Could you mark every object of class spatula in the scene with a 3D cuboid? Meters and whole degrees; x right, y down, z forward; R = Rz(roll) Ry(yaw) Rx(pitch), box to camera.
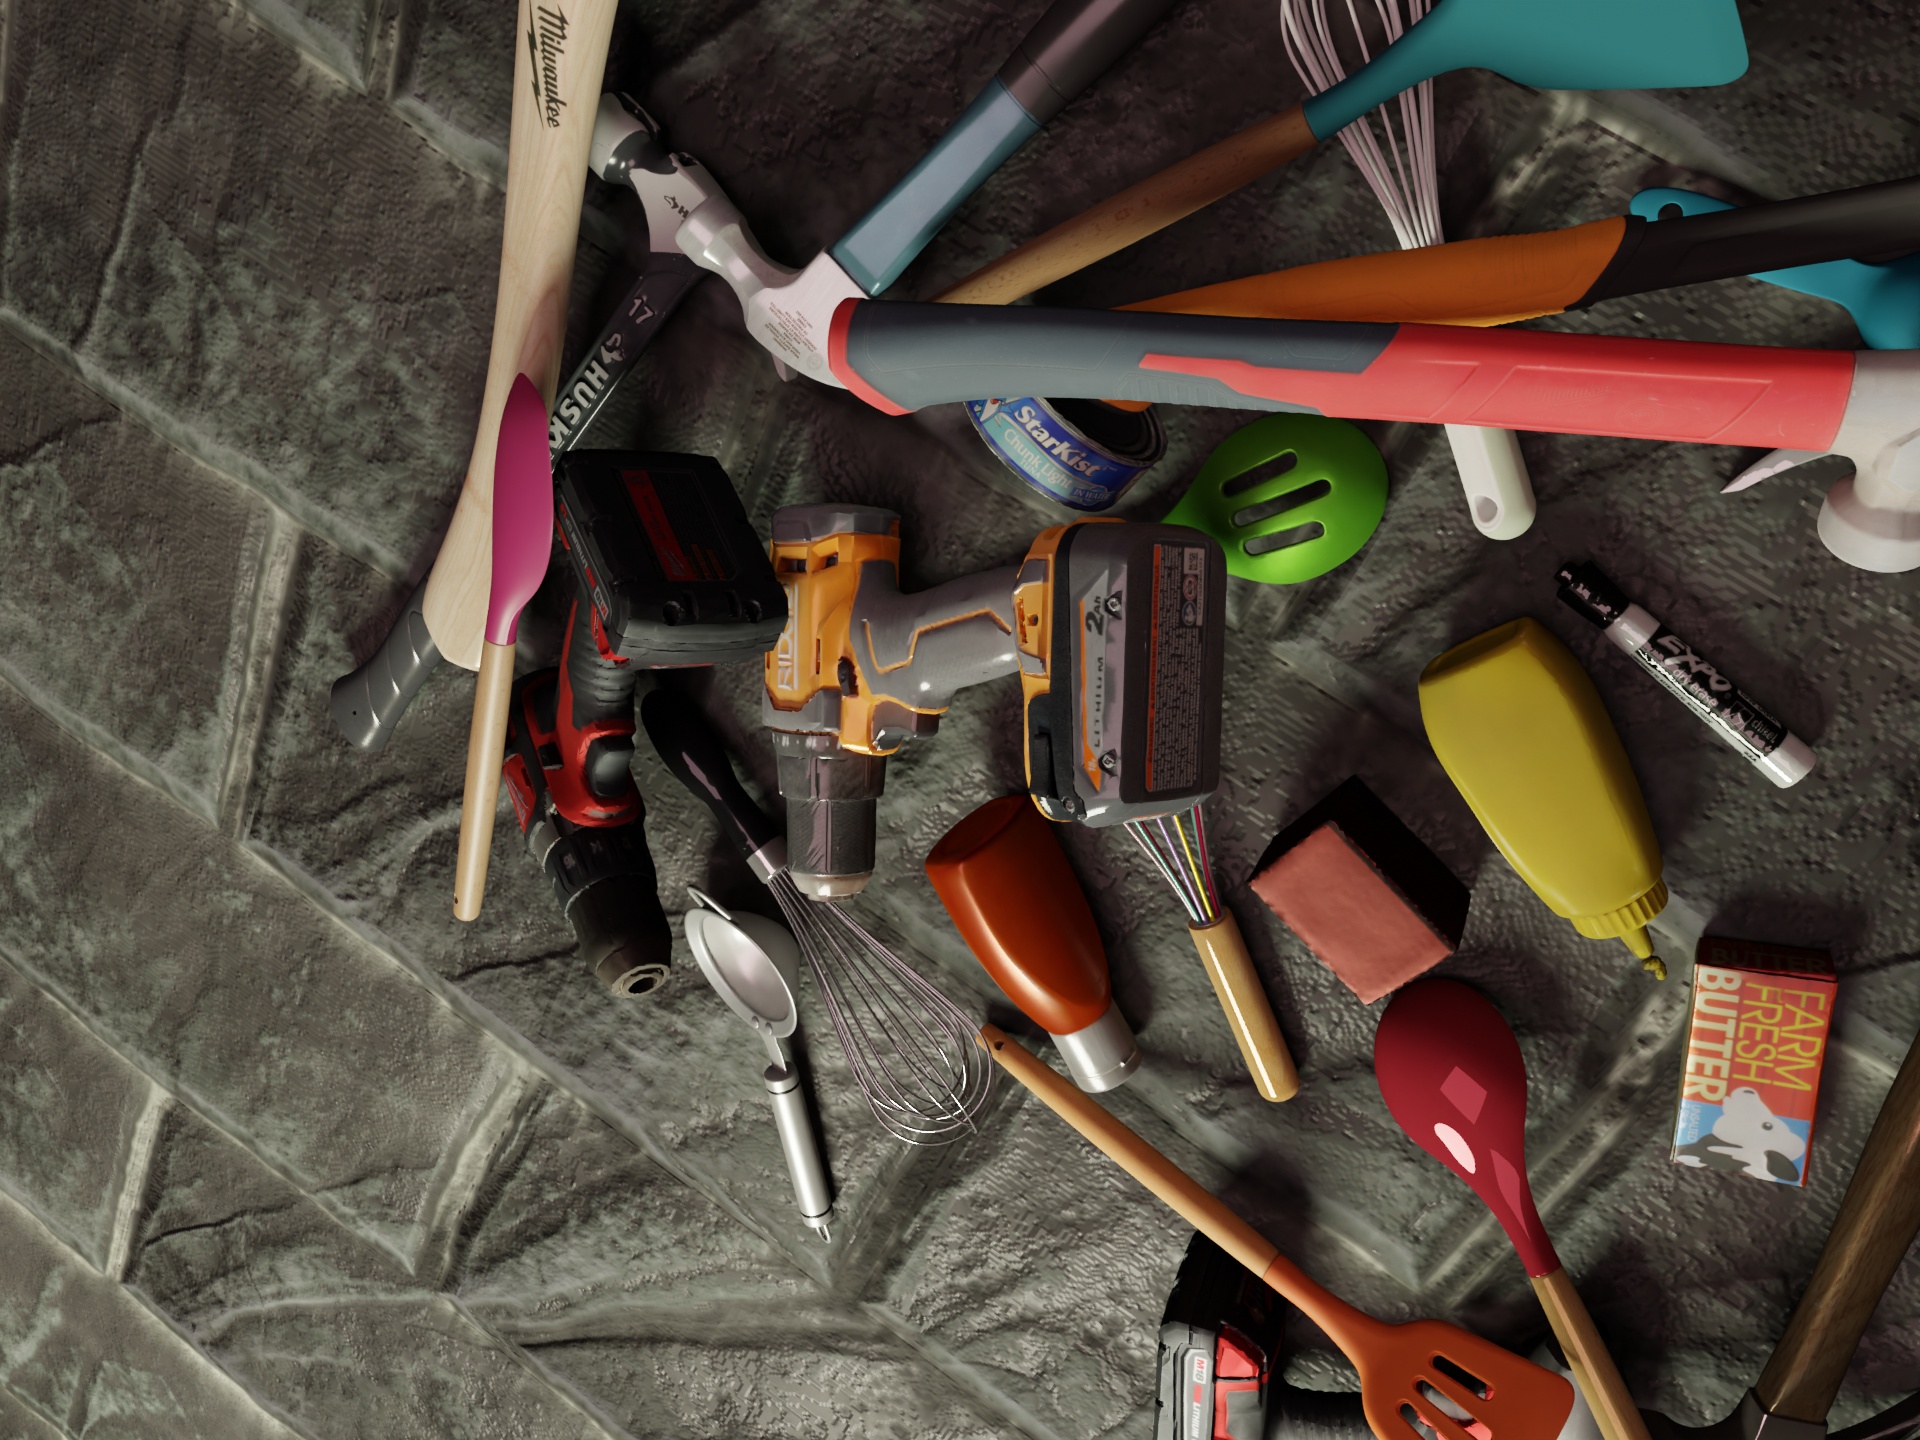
[{"bbox_3d":[0.127,0.241,0.753,0.323,0.041,0.081,34,82,28],"label":"spatula"},{"bbox_3d":[0.101,-0.196,0.567,0.317,0.044,0.082,-19,137,32],"label":"spatula"}]

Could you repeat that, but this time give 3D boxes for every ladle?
[{"bbox_3d":[0.263,0.262,0.685,0.069,0.031,0.315,-32,75,33],"label":"ladle"}]

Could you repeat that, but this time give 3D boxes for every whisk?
[{"bbox_3d":[0.108,0.072,0.741,0.047,0.051,0.245,-6,113,49],"label":"whisk"},{"bbox_3d":[-0.078,0.098,0.823,0.070,0.070,0.284,-41,84,32],"label":"whisk"},{"bbox_3d":[0.173,-0.181,0.598,0.058,0.059,0.246,13,128,64],"label":"whisk"}]

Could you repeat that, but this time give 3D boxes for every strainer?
[{"bbox_3d":[-0.101,0.191,0.885,0.087,0.050,0.258,15,125,43],"label":"strainer"}]

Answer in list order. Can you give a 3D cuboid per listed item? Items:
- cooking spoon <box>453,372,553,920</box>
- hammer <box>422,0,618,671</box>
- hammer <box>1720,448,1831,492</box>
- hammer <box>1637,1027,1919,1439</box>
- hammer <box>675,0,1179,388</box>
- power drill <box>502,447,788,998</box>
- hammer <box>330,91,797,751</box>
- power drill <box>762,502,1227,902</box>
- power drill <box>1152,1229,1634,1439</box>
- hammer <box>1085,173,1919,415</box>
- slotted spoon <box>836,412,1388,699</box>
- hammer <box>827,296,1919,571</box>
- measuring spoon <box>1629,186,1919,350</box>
[{"bbox_3d":[-0.229,-0.020,0.782,0.069,0.017,0.318,50,135,39],"label":"cooking spoon"},{"bbox_3d":[-0.186,-0.196,0.724,0.146,0.038,0.410,25,121,11],"label":"hammer"},{"bbox_3d":[0.370,0.078,0.576,0.144,0.035,0.405,-5,97,28],"label":"hammer"},{"bbox_3d":[0.381,0.192,0.646,0.130,0.031,0.331,11,111,-2],"label":"hammer"},{"bbox_3d":[0.033,-0.256,0.625,0.331,0.033,0.128,-39,100,28],"label":"hammer"},{"bbox_3d":[-0.159,0.004,0.759,0.188,0.080,0.226,62,139,32],"label":"power drill"},{"bbox_3d":[-0.227,-0.112,0.823,0.149,0.036,0.409,46,123,0],"label":"hammer"},{"bbox_3d":[-0.001,-0.002,0.689,0.226,0.084,0.185,6,96,42],"label":"power drill"},{"bbox_3d":[0.211,0.331,0.777,0.220,0.078,0.143,8,114,19],"label":"power drill"},{"bbox_3d":[0.193,-0.158,0.544,0.337,0.034,0.127,-5,138,26],"label":"hammer"},{"bbox_3d":[0.042,-0.056,0.723,0.314,0.031,0.070,-21,96,32],"label":"slotted spoon"},{"bbox_3d":[0.137,-0.132,0.539,0.386,0.038,0.143,7,138,16],"label":"hammer"},{"bbox_3d":[0.298,-0.159,0.560,0.129,0.021,0.042,26,119,12],"label":"measuring spoon"}]
